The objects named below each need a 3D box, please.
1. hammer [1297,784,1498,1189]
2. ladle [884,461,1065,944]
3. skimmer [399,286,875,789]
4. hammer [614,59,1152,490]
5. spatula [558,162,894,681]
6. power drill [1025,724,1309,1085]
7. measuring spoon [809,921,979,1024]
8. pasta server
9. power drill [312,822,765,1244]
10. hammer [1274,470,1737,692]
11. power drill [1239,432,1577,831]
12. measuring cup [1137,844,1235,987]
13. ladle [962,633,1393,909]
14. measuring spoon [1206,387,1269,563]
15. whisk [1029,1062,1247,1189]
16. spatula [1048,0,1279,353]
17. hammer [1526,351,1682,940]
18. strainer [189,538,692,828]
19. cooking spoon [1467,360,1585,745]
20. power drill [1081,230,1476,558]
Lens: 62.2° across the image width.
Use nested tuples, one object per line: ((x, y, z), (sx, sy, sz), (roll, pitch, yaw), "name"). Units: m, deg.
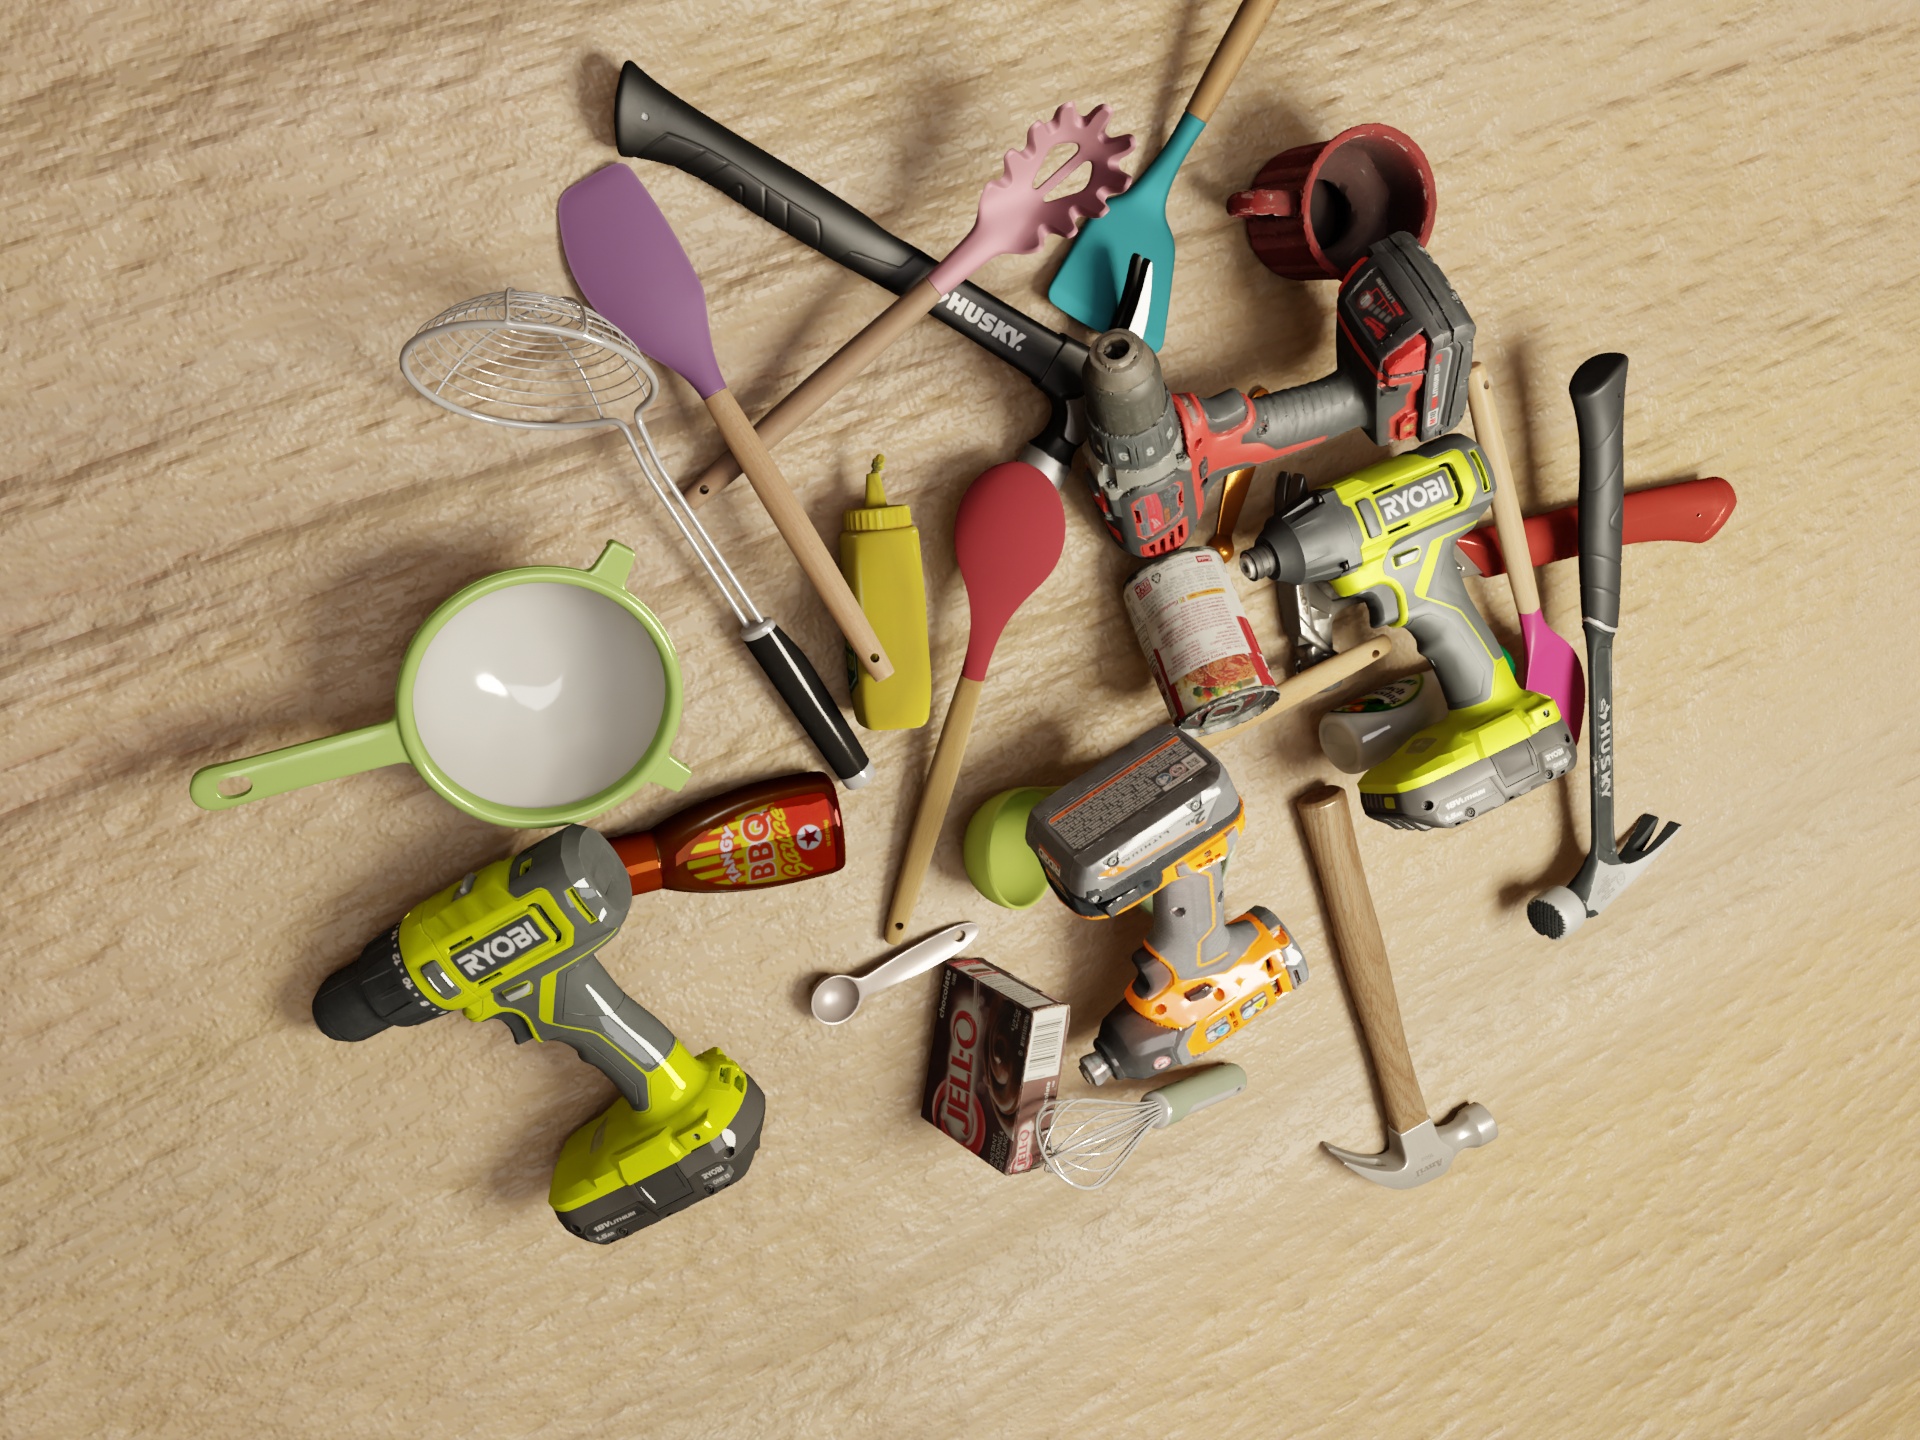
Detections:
((0.297, 0.199, 1.151), (0.130, 0.031, 0.331), (-25, 110, -14), "hammer")
((-0.002, -0.003, 0.976), (0.069, 0.031, 0.315), (12, 107, -15), "ladle")
((-0.158, -0.080, 0.879), (0.363, 0.127, 0.090), (58, 41, -28), "skimmer")
((-0.043, -0.267, 0.898), (0.334, 0.035, 0.146), (27, 106, -21), "hammer")
((-0.124, -0.157, 0.882), (0.060, 0.018, 0.316), (-32, 99, -2), "spatula")
((0.121, 0.131, 0.995), (0.164, 0.084, 0.226), (-33, 129, -9), "power drill")
((-0.043, 0.158, 1.025), (0.124, 0.018, 0.034), (-24, 115, -21), "measuring spoon")
((-0.036, -0.222, 0.881), (0.316, 0.040, 0.060), (-39, 104, 9), "pasta server")
((-0.237, 0.188, 0.913), (0.190, 0.080, 0.228), (-28, 112, 10), "power drill")
((0.381, -0.130, 1.099), (0.359, 0.037, 0.149), (-14, 108, -16), "hammer")
((0.282, -0.050, 1.006), (0.171, 0.080, 0.223), (-23, 94, -14), "power drill")
((0.144, 0.129, 1.078), (0.083, 0.038, 0.167), (-18, 120, -17), "measuring cup")
((0.145, 0.024, 1.020), (0.320, 0.062, 0.078), (-27, 119, -7), "ladle")
((0.183, -0.158, 1.031), (0.021, 0.011, 0.117), (11, 99, -23), "measuring spoon")
((0.124, 0.257, 1.040), (0.057, 0.059, 0.246), (-45, 155, 29), "whisk")
((0.155, -0.374, 0.927), (0.082, 0.044, 0.317), (22, 111, -20), "spatula")
((0.448, -0.050, 1.104), (0.149, 0.036, 0.408), (-25, 118, -29), "hammer")
((-0.282, -0.006, 0.865), (0.256, 0.069, 0.151), (-16, 117, -12), "strainer")
((0.378, -0.097, 1.071), (0.069, 0.017, 0.318), (-38, 122, -21), "cooking spoon")
((0.174, -0.193, 0.918), (0.226, 0.080, 0.187), (-24, 153, 2), "power drill")
